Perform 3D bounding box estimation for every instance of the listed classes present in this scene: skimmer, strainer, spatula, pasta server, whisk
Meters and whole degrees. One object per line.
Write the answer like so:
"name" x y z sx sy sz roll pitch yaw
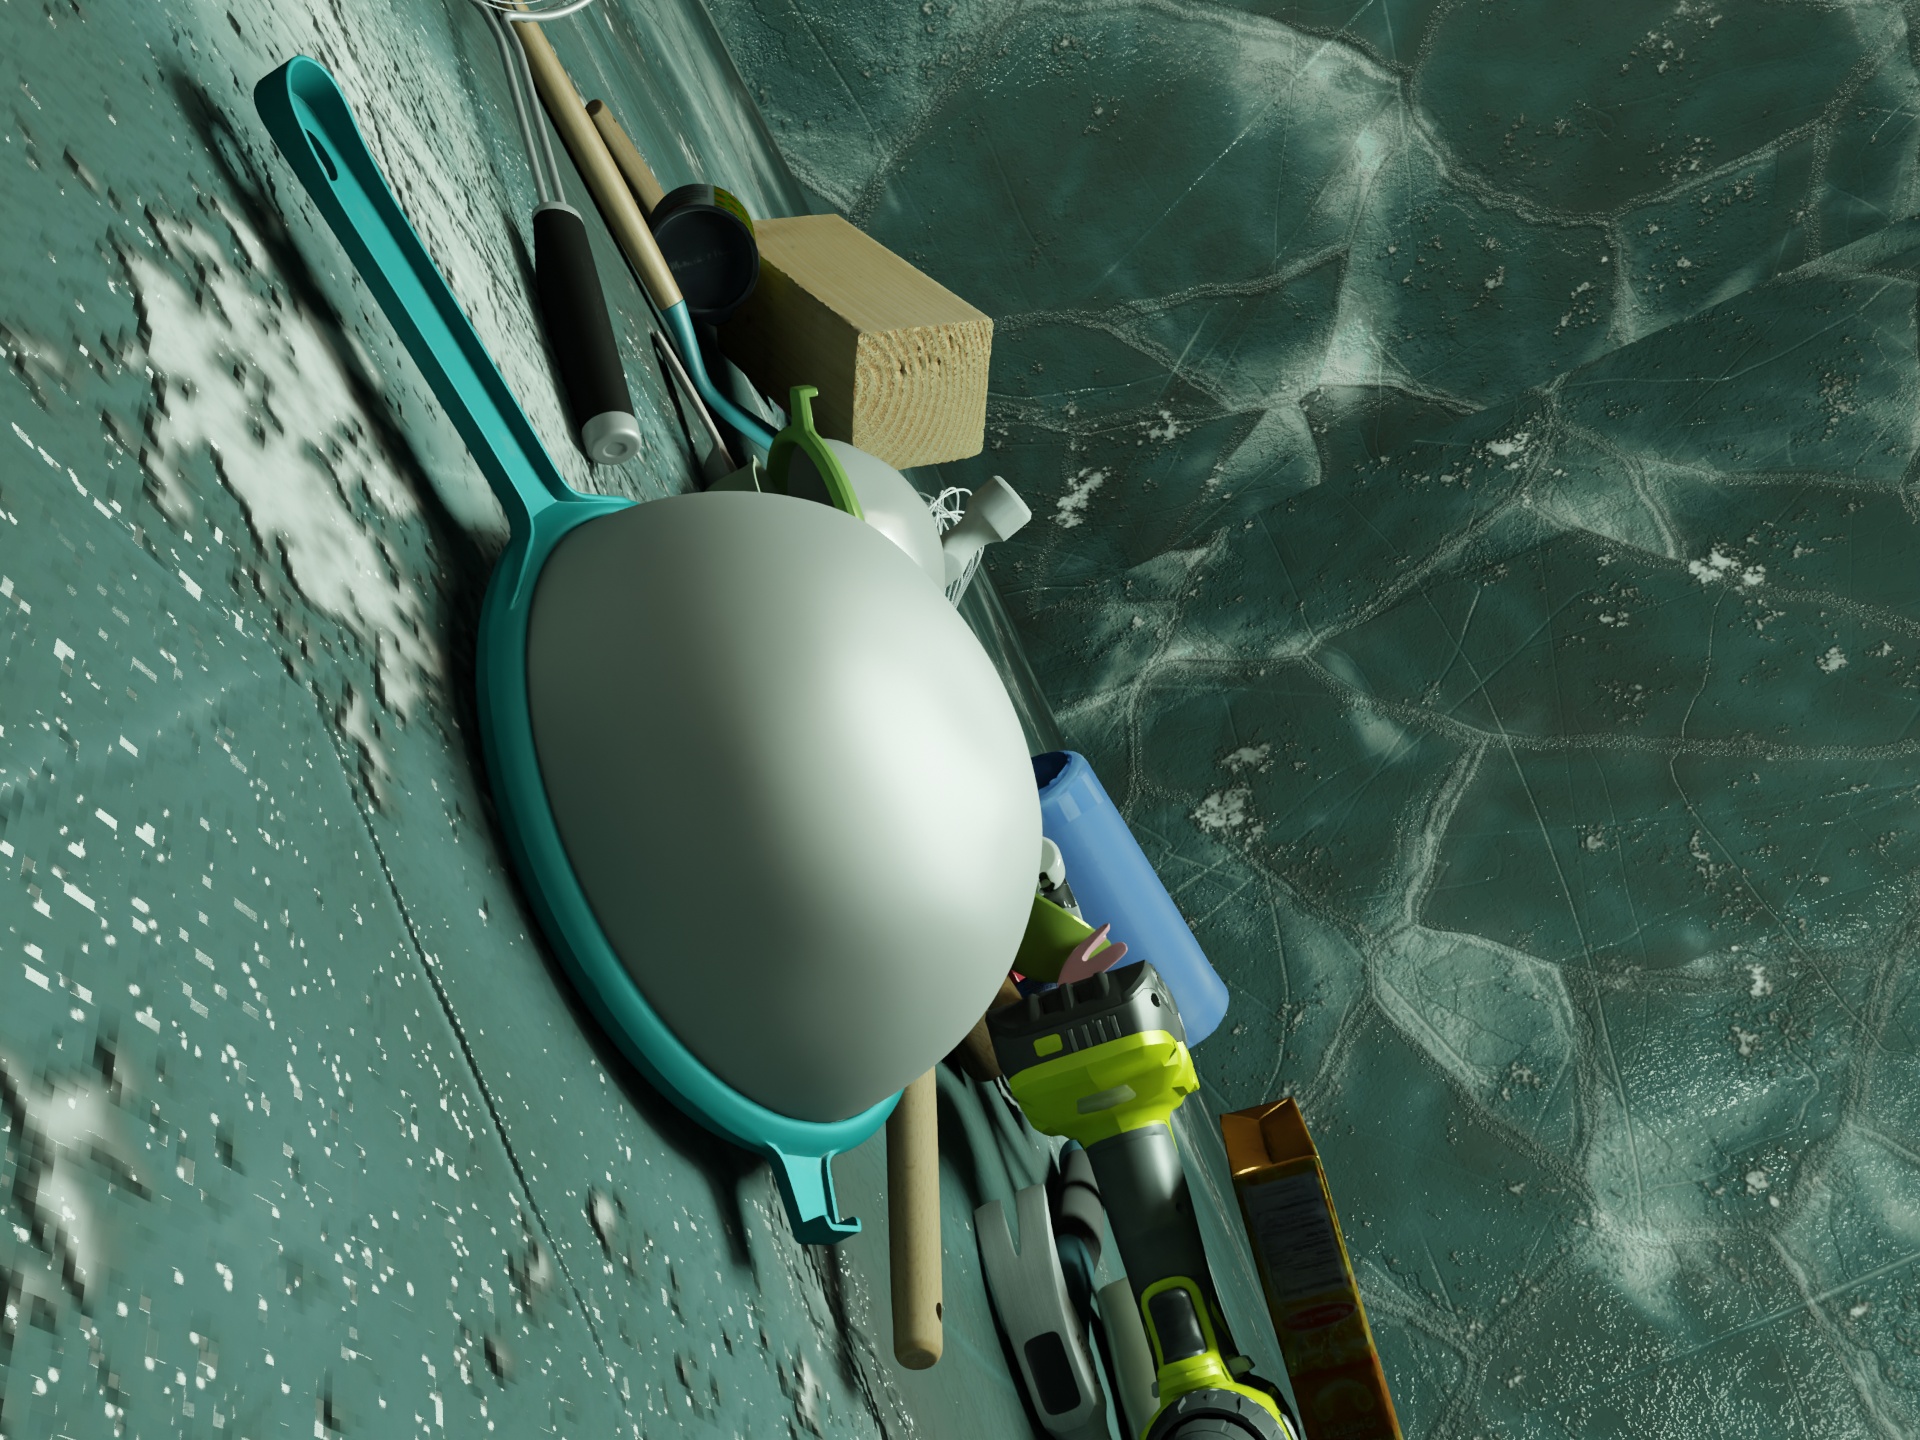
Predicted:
"skimmer" -0.170 -0.277 0.678 0.127 0.090 0.364 8 55 -44
"strainer" -0.065 -0.040 0.450 0.340 0.095 0.211 61 20 -18
"strainer" -0.026 -0.043 0.819 0.257 0.069 0.151 64 -22 22
"spatula" -0.165 -0.262 0.890 0.317 0.044 0.082 62 4 -23
"spatula" -0.178 -0.304 1.067 0.315 0.018 0.060 56 11 -67
"pasta server" 0.099 0.251 0.874 0.060 0.040 0.316 -129 -159 -62
"whisk" -0.019 -0.078 1.191 0.284 0.070 0.070 93 -21 -61

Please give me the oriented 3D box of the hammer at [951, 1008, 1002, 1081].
"hammer" -0.032 0.088 0.683 0.331 0.031 0.130 62 15 -54

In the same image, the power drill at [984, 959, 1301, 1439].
"power drill" 0.081 0.223 0.657 0.190 0.080 0.229 57 15 -67

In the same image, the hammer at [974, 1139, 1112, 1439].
"hammer" 0.057 0.270 0.803 0.331 0.033 0.128 10 58 -83

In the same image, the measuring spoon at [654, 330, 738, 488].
"measuring spoon" -0.143 -0.160 0.844 0.124 0.018 0.034 61 3 25

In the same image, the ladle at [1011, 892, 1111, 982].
"ladle" -0.001 -0.003 0.895 0.078 0.062 0.320 101 -32 -78

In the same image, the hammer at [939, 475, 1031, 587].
"hammer" -0.070 -0.161 1.101 0.035 0.144 0.406 48 5 -28

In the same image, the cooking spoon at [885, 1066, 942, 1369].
"cooking spoon" -0.020 0.087 0.586 0.319 0.017 0.068 -94 165 -51

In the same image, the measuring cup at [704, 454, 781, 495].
"measuring cup" -0.105 -0.082 0.738 0.167 0.038 0.083 -38 104 -82

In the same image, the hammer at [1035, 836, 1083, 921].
"hammer" -0.003 0.015 1.070 0.335 0.035 0.146 60 -6 36

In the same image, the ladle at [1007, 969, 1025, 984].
"ladle" -0.003 0.090 1.016 0.315 0.031 0.069 61 3 -27

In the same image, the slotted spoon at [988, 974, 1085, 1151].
"slotted spoon" 0.042 0.177 0.829 0.314 0.031 0.070 56 -6 23
